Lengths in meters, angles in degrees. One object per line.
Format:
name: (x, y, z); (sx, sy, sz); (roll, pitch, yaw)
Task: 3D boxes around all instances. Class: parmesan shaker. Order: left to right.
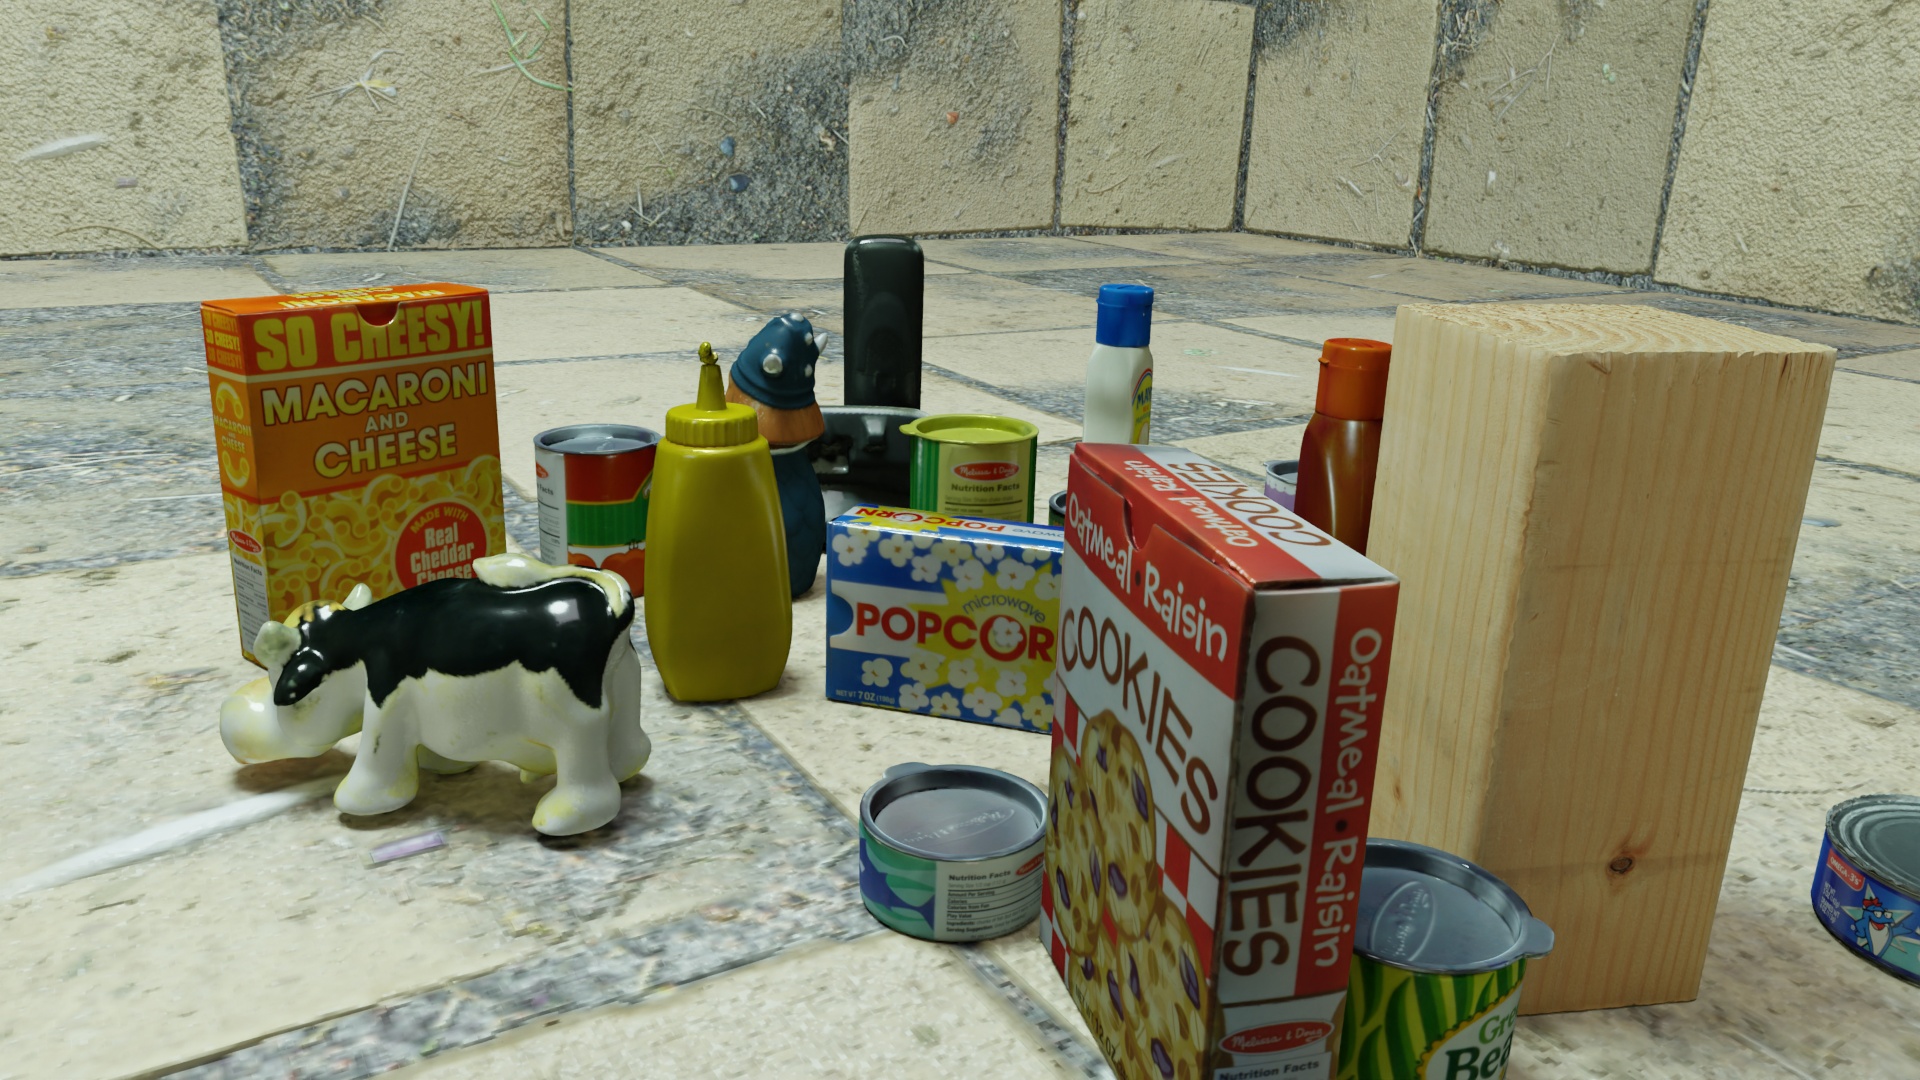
parmesan shaker: (0.003, -0.009, 0.721); (0.071, 0.102, 0.071); (2, 17, -1)

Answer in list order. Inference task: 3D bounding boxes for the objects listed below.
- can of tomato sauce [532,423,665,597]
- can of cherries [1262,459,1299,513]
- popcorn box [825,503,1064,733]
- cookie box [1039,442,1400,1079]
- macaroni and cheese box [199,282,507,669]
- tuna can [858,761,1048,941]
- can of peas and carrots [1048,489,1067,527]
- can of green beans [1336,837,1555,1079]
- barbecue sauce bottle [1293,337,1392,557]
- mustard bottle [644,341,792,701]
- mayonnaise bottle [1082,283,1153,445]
can of tomato sauce: (-0.193, -0.016, 0.753); (0.071, 0.082, 0.071); (2, 17, -1)
can of cherries: (0.212, -0.014, 0.834); (0.071, 0.058, 0.072); (2, 17, -1)
popcorn box: (0.006, 0.034, 0.614); (0.127, 0.085, 0.038); (7, 18, 15)
cookie box: (0.060, 0.068, 0.377); (0.040, 0.166, 0.123); (-2, 18, -14)
macaroni and cheese box: (-0.281, -0.034, 0.661); (0.040, 0.165, 0.124); (15, 21, 35)
tuna can: (-0.003, 0.105, 0.477); (0.071, 0.032, 0.071); (2, 17, -1)
can of peas and carrots: (0.079, 0.006, 0.754); (0.071, 0.058, 0.071); (2, 17, -1)
can of green beans: (0.120, 0.125, 0.387); (0.071, 0.057, 0.071); (2, 17, -1)
barbecue sauce bottle: (0.204, -0.032, 0.744); (0.044, 0.148, 0.065); (0, 17, -7)
mustard bottle: (-0.108, -0.010, 0.615); (0.065, 0.159, 0.049); (-4, 18, -20)
mayonnaise bottle: (0.107, -0.096, 0.934); (0.041, 0.147, 0.065); (10, 19, 24)
